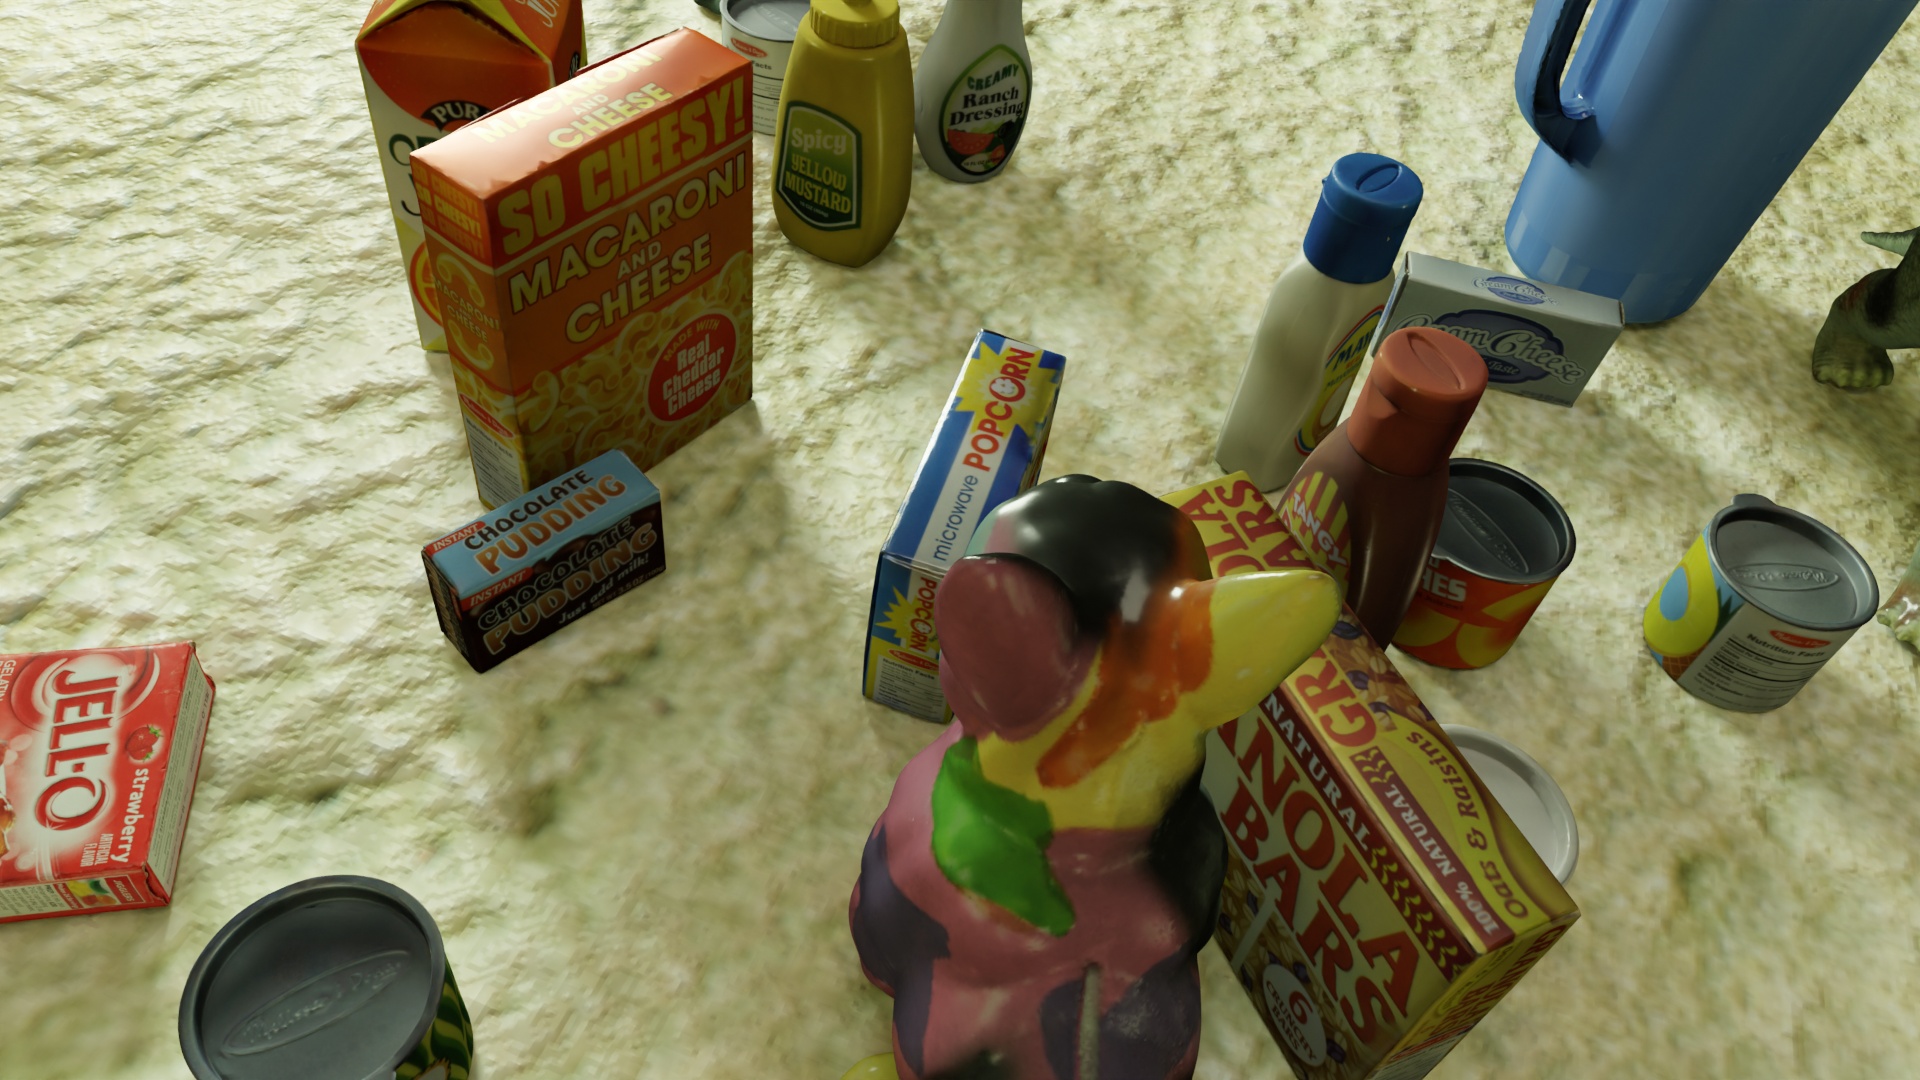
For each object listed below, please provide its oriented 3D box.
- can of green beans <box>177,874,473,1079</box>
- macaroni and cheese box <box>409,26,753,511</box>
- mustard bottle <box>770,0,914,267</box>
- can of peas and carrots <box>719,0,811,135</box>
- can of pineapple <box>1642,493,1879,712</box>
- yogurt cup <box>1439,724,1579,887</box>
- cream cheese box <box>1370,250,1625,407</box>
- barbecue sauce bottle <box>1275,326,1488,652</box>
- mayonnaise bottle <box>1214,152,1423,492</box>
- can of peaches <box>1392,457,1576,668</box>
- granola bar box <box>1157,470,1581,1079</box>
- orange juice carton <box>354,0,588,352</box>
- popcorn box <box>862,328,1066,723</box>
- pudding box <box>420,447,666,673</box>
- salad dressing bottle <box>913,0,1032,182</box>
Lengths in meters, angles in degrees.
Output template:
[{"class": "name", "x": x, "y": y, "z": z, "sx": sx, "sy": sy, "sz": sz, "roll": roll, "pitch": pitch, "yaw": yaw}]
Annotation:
[{"class": "can of green beans", "x": -0.175, "y": 0.137, "z": 0.390, "sx": 0.071, "sy": 0.057, "sz": 0.071, "roll": 4, "pitch": 48, "yaw": -5}, {"class": "macaroni and cheese box", "x": -0.135, "y": -0.094, "z": 0.527, "sx": 0.040, "sy": 0.165, "sz": 0.124, "roll": 33, "pitch": 52, "yaw": 19}, {"class": "mustard bottle", "x": -0.053, "y": -0.204, "z": 0.641, "sx": 0.065, "sy": 0.159, "sz": 0.049, "roll": 25, "pitch": 50, "yaw": 13}, {"class": "can of peas and carrots", "x": -0.095, "y": -0.264, "z": 0.755, "sx": 0.071, "sy": 0.058, "sz": 0.071, "roll": 4, "pitch": 48, "yaw": -5}, {"class": "can of pineapple", "x": 0.323, "y": 0.026, "z": 0.565, "sx": 0.071, "sy": 0.057, "sz": 0.071, "roll": 4, "pitch": 48, "yaw": -5}, {"class": "yogurt cup", "x": 0.166, "y": 0.105, "z": 0.473, "sx": 0.072, "sy": 0.053, "sz": 0.073, "roll": 4, "pitch": 48, "yaw": -5}, {"class": "cream cheese box", "x": 0.256, "y": -0.101, "z": 0.670, "sx": 0.104, "sy": 0.053, "sz": 0.024, "roll": 15, "pitch": 48, "yaw": 4}, {"class": "barbecue sauce bottle", "x": 0.148, "y": -0.011, "z": 0.510, "sx": 0.044, "sy": 0.147, "sz": 0.065, "roll": -13, "pitch": 52, "yaw": -19}, {"class": "mayonnaise bottle", "x": 0.150, "y": -0.089, "z": 0.579, "sx": 0.041, "sy": 0.147, "sz": 0.065, "roll": 39, "pitch": 54, "yaw": 23}, {"class": "can of peaches", "x": 0.201, "y": 0.010, "z": 0.560, "sx": 0.071, "sy": 0.057, "sz": 0.071, "roll": 4, "pitch": 48, "yaw": -5}, {"class": "granola bar box", "x": 0.102, "y": 0.080, "z": 0.439, "sx": 0.039, "sy": 0.123, "sz": 0.166, "roll": -15, "pitch": 53, "yaw": -21}, {"class": "orange juice carton", "x": -0.192, "y": -0.169, "z": 0.568, "sx": 0.073, "sy": 0.191, "sz": 0.072, "roll": 3, "pitch": 49, "yaw": -6}, {"class": "popcorn box", "x": 0.002, "y": -0.007, "z": 0.526, "sx": 0.038, "sy": 0.084, "sz": 0.127, "roll": 16, "pitch": 49, "yaw": 6}, {"class": "pudding box", "x": -0.152, "y": 0.006, "z": 0.514, "sx": 0.084, "sy": 0.049, "sz": 0.030, "roll": -32, "pitch": 60, "yaw": -31}, {"class": "salad dressing bottle", "x": 0.010, "y": -0.255, "z": 0.705, "sx": 0.064, "sy": 0.146, "sz": 0.044, "roll": -16, "pitch": 53, "yaw": -22}]
